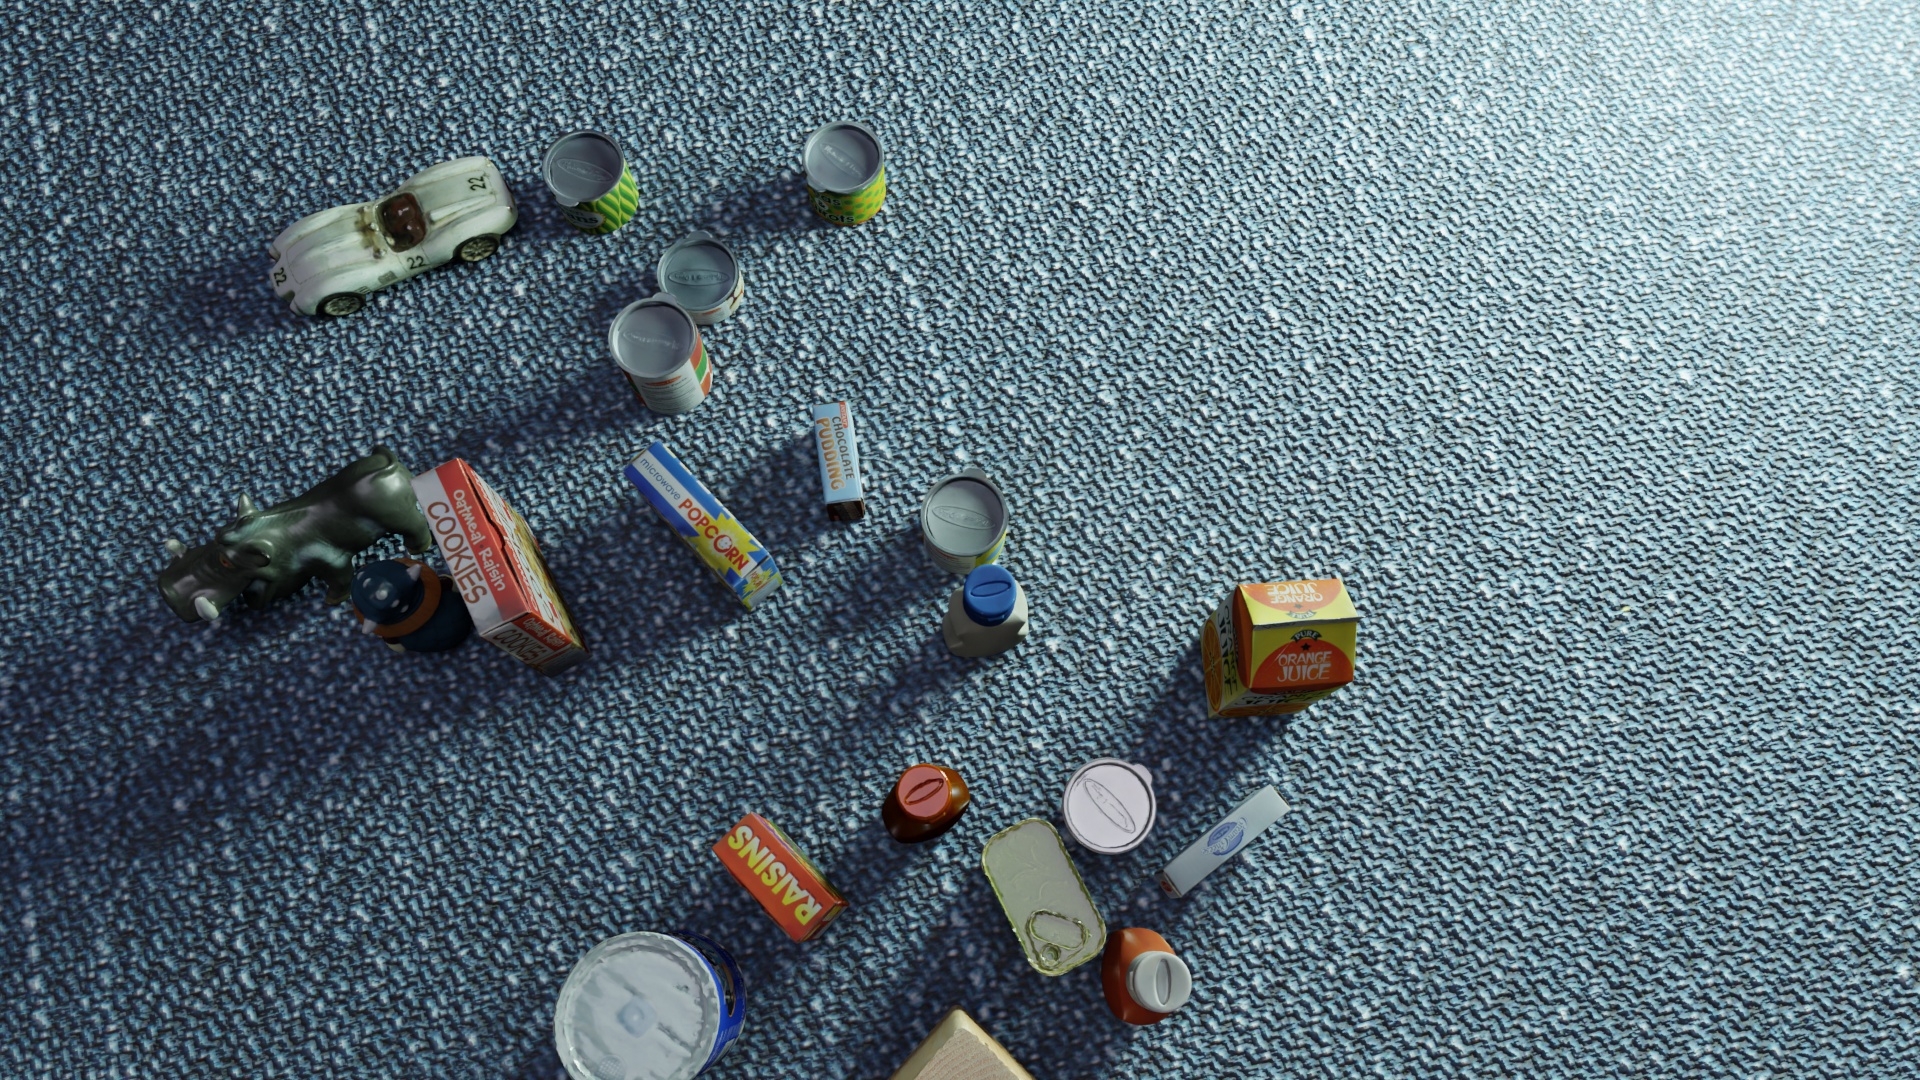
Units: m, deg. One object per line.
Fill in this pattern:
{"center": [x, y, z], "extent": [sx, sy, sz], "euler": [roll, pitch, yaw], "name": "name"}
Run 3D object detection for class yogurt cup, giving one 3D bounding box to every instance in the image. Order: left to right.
{"center": [0.106, 0.195, 1.010], "extent": [0.072, 0.053, 0.072], "euler": [0, 74, -1], "name": "yogurt cup"}

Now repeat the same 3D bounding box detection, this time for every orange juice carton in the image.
{"center": [0.222, 0.075, 0.974], "extent": [0.072, 0.192, 0.073], "euler": [-3, 75, -2], "name": "orange juice carton"}

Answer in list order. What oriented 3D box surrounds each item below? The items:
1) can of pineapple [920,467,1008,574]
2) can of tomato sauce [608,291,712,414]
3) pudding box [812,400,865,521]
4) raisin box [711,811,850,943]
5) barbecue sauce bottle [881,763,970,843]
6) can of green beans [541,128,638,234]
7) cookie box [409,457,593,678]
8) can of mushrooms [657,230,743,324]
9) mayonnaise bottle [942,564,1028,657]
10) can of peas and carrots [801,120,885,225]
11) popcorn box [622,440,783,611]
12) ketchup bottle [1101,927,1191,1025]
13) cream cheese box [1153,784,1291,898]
{"center": [0.004, -0.013, 1.065], "extent": [0.071, 0.057, 0.071], "euler": [0, 74, -1], "name": "can of pineapple"}
{"center": [-0.232, -0.144, 1.085], "extent": [0.071, 0.083, 0.071], "euler": [0, 75, -1], "name": "can of tomato sauce"}
{"center": [-0.094, -0.061, 1.081], "extent": [0.030, 0.049, 0.084], "euler": [-8, 75, -3], "name": "pudding box"}
{"center": [-0.122, 0.234, 0.959], "extent": [0.040, 0.123, 0.086], "euler": [-43, 79, -11], "name": "raisin box"}
{"center": [-0.024, 0.181, 0.963], "extent": [0.065, 0.148, 0.044], "euler": [-27, 77, -8], "name": "barbecue sauce bottle"}
{"center": [-0.303, -0.293, 1.139], "extent": [0.071, 0.057, 0.071], "euler": [0, 74, -1], "name": "can of green beans"}
{"center": [-0.324, 0.024, 0.992], "extent": [0.040, 0.167, 0.123], "euler": [-28, 77, -8], "name": "cookie box"}
{"center": [-0.211, -0.213, 1.131], "extent": [0.071, 0.033, 0.071], "euler": [0, 74, -1], "name": "can of mushrooms"}
{"center": [0.019, 0.051, 1.001], "extent": [0.065, 0.147, 0.041], "euler": [-11, 75, -4], "name": "mayonnaise bottle"}
{"center": [-0.097, -0.300, 1.144], "extent": [0.071, 0.058, 0.071], "euler": [0, 74, -1], "name": "can of peas and carrots"}
{"center": [-0.193, -0.010, 1.047], "extent": [0.038, 0.085, 0.127], "euler": [-43, 79, -11], "name": "popcorn box"}
{"center": [0.124, 0.294, 0.933], "extent": [0.043, 0.148, 0.065], "euler": [1, 75, 0], "name": "ketchup bottle"}
{"center": [0.188, 0.218, 1.005], "extent": [0.104, 0.053, 0.024], "euler": [-36, 78, -10], "name": "cream cheese box"}
